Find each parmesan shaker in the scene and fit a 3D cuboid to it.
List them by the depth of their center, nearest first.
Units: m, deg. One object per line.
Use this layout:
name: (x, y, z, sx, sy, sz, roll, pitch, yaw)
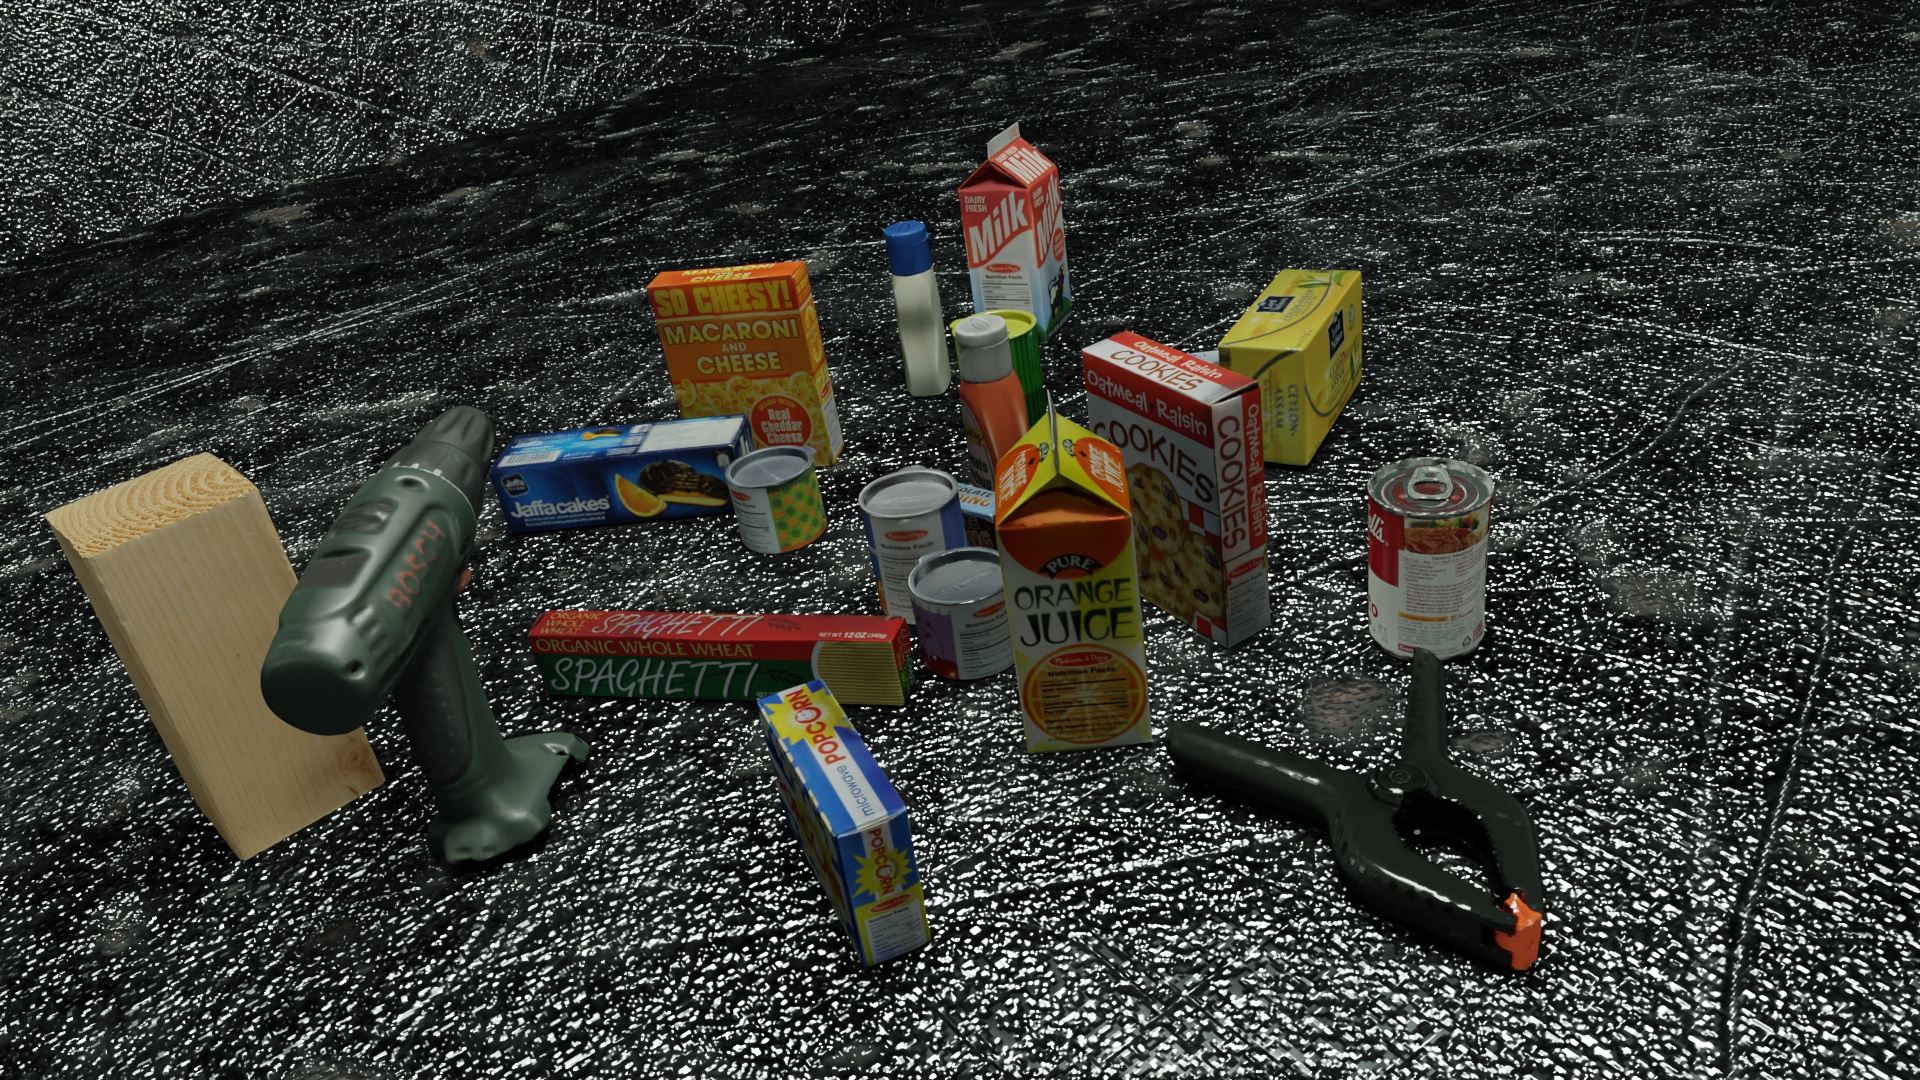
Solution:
parmesan shaker: (0.031, -0.125, 1.109, 0.071, 0.102, 0.071, -7, 30, 4)

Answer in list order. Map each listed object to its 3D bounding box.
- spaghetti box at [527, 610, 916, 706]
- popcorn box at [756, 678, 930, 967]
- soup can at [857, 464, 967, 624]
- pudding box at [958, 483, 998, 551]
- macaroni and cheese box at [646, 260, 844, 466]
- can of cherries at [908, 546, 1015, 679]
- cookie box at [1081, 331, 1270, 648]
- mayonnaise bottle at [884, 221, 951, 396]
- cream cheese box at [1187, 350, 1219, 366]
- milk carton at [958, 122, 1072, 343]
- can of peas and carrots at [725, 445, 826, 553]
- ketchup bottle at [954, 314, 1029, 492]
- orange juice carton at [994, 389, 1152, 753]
spaghetti box: (-0.153, 0.073, 0.871, 0.250, 0.050, 0.029, 0, 31, 16)
popcorn box: (-0.060, 0.138, 0.696, 0.038, 0.084, 0.127, -19, 31, -17)
soup can: (-0.028, 0.002, 0.924, 0.071, 0.083, 0.072, -7, 30, 4)
pudding box: (0.003, -0.012, 0.975, 0.084, 0.049, 0.030, 17, 39, 38)
macaroni and cheese box: (-0.172, -0.139, 1.128, 0.124, 0.165, 0.040, -2, 30, 12)
can of cherries: (0.003, 0.044, 0.868, 0.071, 0.058, 0.072, -7, 30, 4)
cookie box: (0.134, -0.034, 0.857, 0.040, 0.166, 0.123, -24, 33, -24)
mayonnaise bottle: (-0.038, -0.204, 1.221, 0.041, 0.147, 0.065, -6, 30, 6)
cream cheese box: (0.178, -0.121, 1.110, 0.104, 0.053, 0.024, -6, 30, 5)
milk carton: (0.051, -0.286, 1.295, 0.073, 0.189, 0.073, 6, 33, 25)
can of peas and carrots: (-0.135, -0.032, 1.039, 0.071, 0.058, 0.071, -7, 30, 4)
ketchup bottle: (0.025, -0.087, 1.000, 0.043, 0.148, 0.065, -18, 31, -16)
orange juice carton: (0.060, 0.018, 0.762, 0.073, 0.191, 0.072, -6, 30, 6)
